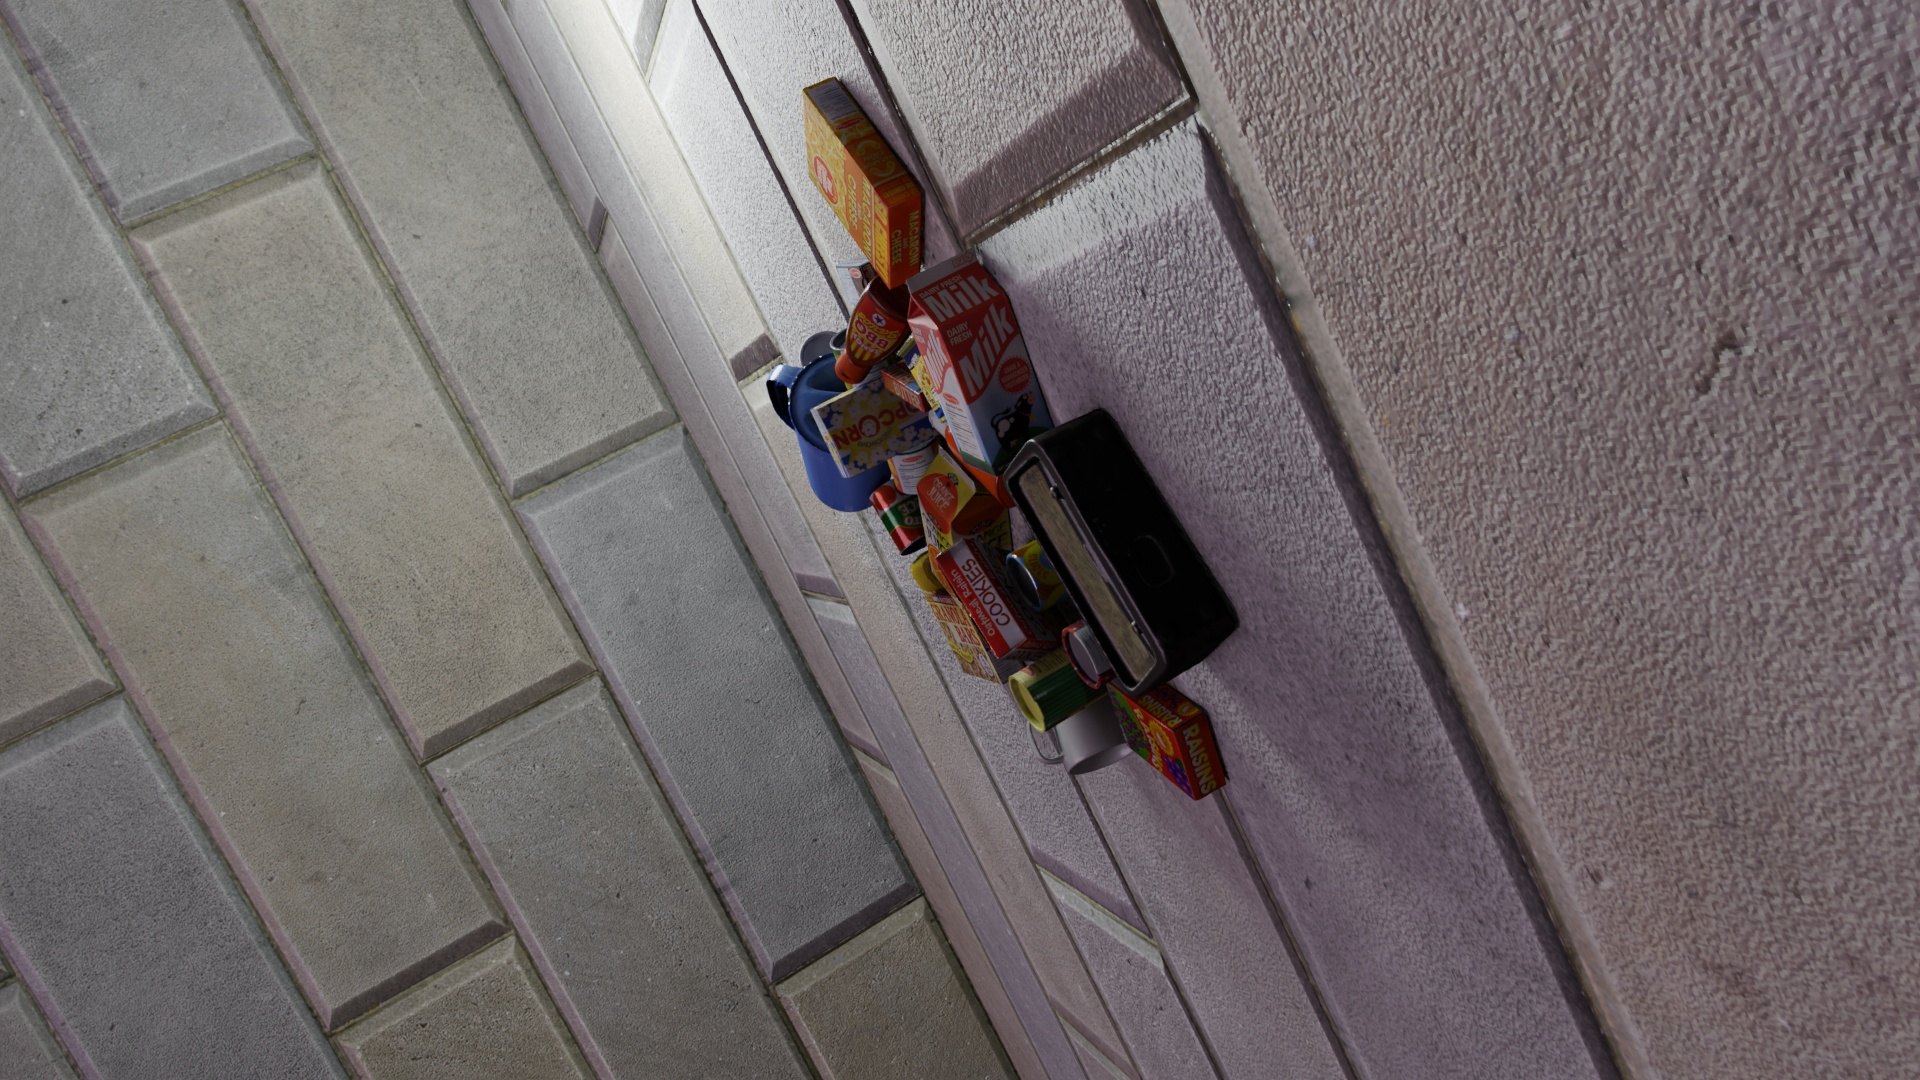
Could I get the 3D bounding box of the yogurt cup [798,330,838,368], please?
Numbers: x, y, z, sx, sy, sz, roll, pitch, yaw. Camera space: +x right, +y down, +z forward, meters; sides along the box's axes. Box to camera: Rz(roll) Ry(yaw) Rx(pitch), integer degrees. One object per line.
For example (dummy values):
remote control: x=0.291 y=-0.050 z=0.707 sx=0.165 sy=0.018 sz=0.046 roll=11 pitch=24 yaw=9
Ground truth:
yogurt cup: x=-0.166 y=-0.222 z=1.735 sx=0.072 sy=0.072 sz=0.054 roll=59 pitch=172 yaw=8

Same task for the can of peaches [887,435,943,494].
can of peaches: x=-0.049 y=-0.095 z=1.577 sx=0.071 sy=0.071 sz=0.057 roll=42 pitch=155 yaw=51

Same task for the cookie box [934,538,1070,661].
cookie box: x=0.050 y=0.065 z=1.423 sx=0.123 sy=0.040 sz=0.167 roll=57 pitch=-164 yaw=19

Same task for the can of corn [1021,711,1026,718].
can of corn: x=0.104 y=0.175 z=1.552 sx=0.071 sy=0.071 sz=0.058 roll=60 pitch=165 yaw=7

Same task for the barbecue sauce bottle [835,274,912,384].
barbecue sauce bottle: x=-0.091 y=-0.216 z=1.456 sx=0.065 sy=0.044 sz=0.148 roll=38 pitch=146 yaw=-4

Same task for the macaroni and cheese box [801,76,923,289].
macaroni and cheese box: x=-0.093 y=-0.343 z=1.335 sx=0.167 sy=0.040 sz=0.123 roll=56 pitch=163 yaw=22

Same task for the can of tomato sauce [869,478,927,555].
can of tomato sauce: x=-0.065 y=-0.034 z=1.729 sx=0.083 sy=0.071 sz=0.071 roll=59 pitch=164 yaw=11

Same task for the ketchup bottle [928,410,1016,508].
ketchup bottle: x=0.018 y=-0.095 z=1.398 sx=0.149 sy=0.044 sz=0.064 roll=47 pitch=158 yaw=43

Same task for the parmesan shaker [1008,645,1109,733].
parmesan shaker: x=0.110 y=0.141 z=1.396 sx=0.071 sy=0.103 sz=0.071 roll=54 pitch=163 yaw=25

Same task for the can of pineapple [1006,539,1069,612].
can of pineapple: x=0.086 y=0.029 z=1.366 sx=0.071 sy=0.058 sz=0.070 roll=54 pitch=162 yaw=26

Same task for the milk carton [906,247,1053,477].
milk carton: x=0.014 y=-0.161 z=1.245 sx=0.073 sy=0.072 sz=0.190 roll=31 pitch=147 yaw=62

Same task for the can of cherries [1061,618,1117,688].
can of cherries: x=0.137 y=0.101 z=1.325 sx=0.071 sy=0.058 sz=0.071 roll=54 pitch=162 yaw=26

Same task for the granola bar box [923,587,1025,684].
granola bar box: x=0.016 y=0.114 z=1.772 sx=0.124 sy=0.039 sz=0.165 roll=63 pitch=165 yaw=-8

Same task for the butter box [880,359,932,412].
butter box: x=-0.039 y=-0.165 z=1.441 sx=0.104 sy=0.053 sz=0.024 roll=37 pitch=149 yaw=56

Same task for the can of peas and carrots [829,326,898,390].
can of peas and carrots: x=-0.106 y=-0.208 z=1.565 sx=0.071 sy=0.071 sz=0.058 roll=39 pitch=153 yaw=54

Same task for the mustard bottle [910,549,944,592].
mustard bottle: x=-0.034 y=0.035 z=1.755 sx=0.049 sy=0.065 sz=0.160 roll=58 pitch=168 yaw=-3

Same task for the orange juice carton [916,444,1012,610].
orange juice carton: x=0.005 y=-0.019 z=1.514 sx=0.072 sy=0.073 sz=0.191 roll=50 pitch=160 yaw=36

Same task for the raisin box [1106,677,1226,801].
raisin box: x=0.194 y=0.180 z=1.317 sx=0.123 sy=0.040 sz=0.085 roll=36 pitch=149 yaw=60

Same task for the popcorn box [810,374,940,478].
popcorn box: x=-0.087 y=-0.132 z=1.514 sx=0.085 sy=0.127 sz=0.038 roll=65 pitch=168 yaw=-12

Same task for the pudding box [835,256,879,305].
pudding box: x=-0.101 y=-0.277 z=1.490 sx=0.084 sy=0.030 sz=0.049 roll=25 pitch=140 yaw=65
